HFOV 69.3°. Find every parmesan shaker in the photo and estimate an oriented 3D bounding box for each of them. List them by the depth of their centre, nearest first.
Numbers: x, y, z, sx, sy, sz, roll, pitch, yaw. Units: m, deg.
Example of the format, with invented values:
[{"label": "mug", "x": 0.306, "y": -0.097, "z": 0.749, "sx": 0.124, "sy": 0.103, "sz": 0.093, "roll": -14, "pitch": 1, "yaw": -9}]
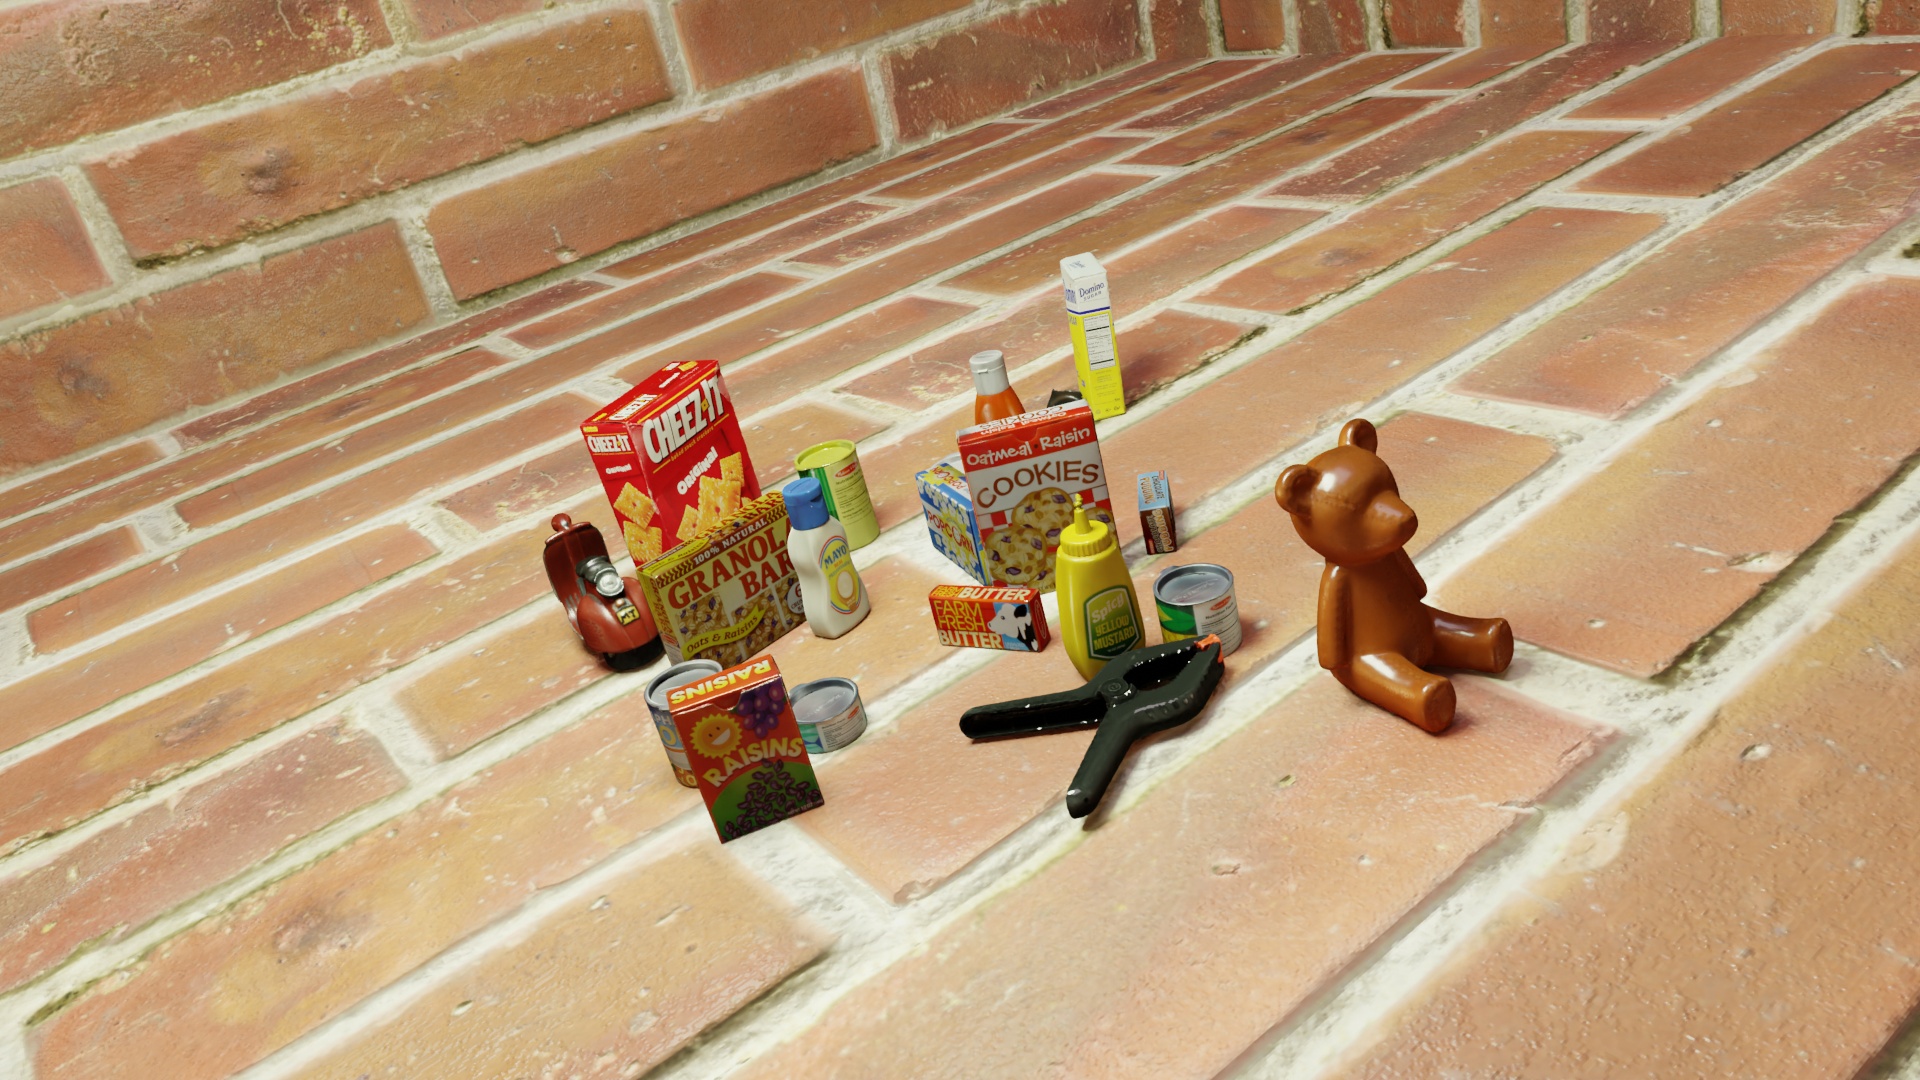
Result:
[{"label": "parmesan shaker", "x": -0.132, "y": -0.045, "z": 1.465, "sx": 0.071, "sy": 0.102, "sz": 0.071, "roll": -12, "pitch": 26, "yaw": 6}]

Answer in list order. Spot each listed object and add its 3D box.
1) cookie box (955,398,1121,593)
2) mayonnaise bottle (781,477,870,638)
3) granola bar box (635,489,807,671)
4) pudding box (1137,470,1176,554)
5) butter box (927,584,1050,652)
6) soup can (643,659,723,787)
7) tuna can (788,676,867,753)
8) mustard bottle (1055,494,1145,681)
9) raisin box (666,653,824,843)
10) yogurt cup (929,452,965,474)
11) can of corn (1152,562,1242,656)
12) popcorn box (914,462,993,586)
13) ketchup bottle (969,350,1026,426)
[{"label": "cookie box", "x": 0.074, "y": -0.034, "z": 1.265, "sx": 0.123, "sy": 0.166, "sz": 0.040, "roll": -14, "pitch": 26, "yaw": 1}, {"label": "mayonnaise bottle", "x": -0.129, "y": 0.015, "z": 1.292, "sx": 0.041, "sy": 0.147, "sz": 0.065, "roll": 7, "pitch": 33, "yaw": 38}, {"label": "granola bar box", "x": -0.210, "y": 0.044, "z": 1.302, "sx": 0.039, "sy": 0.123, "sz": 0.166, "roll": 14, "pitch": 37, "yaw": 45}, {"label": "pudding box", "x": 0.188, "y": -0.028, "z": 1.330, "sx": 0.030, "sy": 0.049, "sz": 0.084, "roll": -9, "pitch": 26, "yaw": 11}, {"label": "butter box", "x": 0.024, "y": 0.067, "z": 1.218, "sx": 0.103, "sy": 0.053, "sz": 0.024, "roll": 2, "pitch": 30, "yaw": 30}, {"label": "soup can", "x": -0.215, "y": 0.151, "z": 1.136, "sx": 0.071, "sy": 0.083, "sz": 0.071, "roll": -12, "pitch": 26, "yaw": 6}, {"label": "tuna can", "x": -0.115, "y": 0.145, "z": 1.157, "sx": 0.071, "sy": 0.032, "sz": 0.071, "roll": -11, "pitch": 26, "yaw": 6}, {"label": "mustard bottle", "x": 0.107, "y": 0.037, "z": 1.116, "sx": 0.065, "sy": 0.159, "sz": 0.049, "roll": -21, "pitch": 26, "yaw": -14}, {"label": "raisin box", "x": -0.163, "y": 0.158, "z": 1.051, "sx": 0.086, "sy": 0.123, "sz": 0.040, "roll": -19, "pitch": 26, "yaw": -10}, {"label": "yogurt cup", "x": 0.004, "y": -0.056, "z": 1.473, "sx": 0.072, "sy": 0.053, "sz": 0.073, "roll": -11, "pitch": 26, "yaw": 6}, {"label": "can of corn", "x": 0.194, "y": 0.059, "z": 1.144, "sx": 0.071, "sy": 0.058, "sz": 0.071, "roll": -11, "pitch": 26, "yaw": 6}, {"label": "popcorn box", "x": 0.005, "y": -0.017, "z": 1.360, "sx": 0.038, "sy": 0.085, "sz": 0.127, "roll": -23, "pitch": 27, "yaw": -18}, {"label": "ketchup bottle", "x": 0.043, "y": -0.129, "z": 1.492, "sx": 0.064, "sy": 0.148, "sz": 0.044, "roll": -3, "pitch": 28, "yaw": 22}]
